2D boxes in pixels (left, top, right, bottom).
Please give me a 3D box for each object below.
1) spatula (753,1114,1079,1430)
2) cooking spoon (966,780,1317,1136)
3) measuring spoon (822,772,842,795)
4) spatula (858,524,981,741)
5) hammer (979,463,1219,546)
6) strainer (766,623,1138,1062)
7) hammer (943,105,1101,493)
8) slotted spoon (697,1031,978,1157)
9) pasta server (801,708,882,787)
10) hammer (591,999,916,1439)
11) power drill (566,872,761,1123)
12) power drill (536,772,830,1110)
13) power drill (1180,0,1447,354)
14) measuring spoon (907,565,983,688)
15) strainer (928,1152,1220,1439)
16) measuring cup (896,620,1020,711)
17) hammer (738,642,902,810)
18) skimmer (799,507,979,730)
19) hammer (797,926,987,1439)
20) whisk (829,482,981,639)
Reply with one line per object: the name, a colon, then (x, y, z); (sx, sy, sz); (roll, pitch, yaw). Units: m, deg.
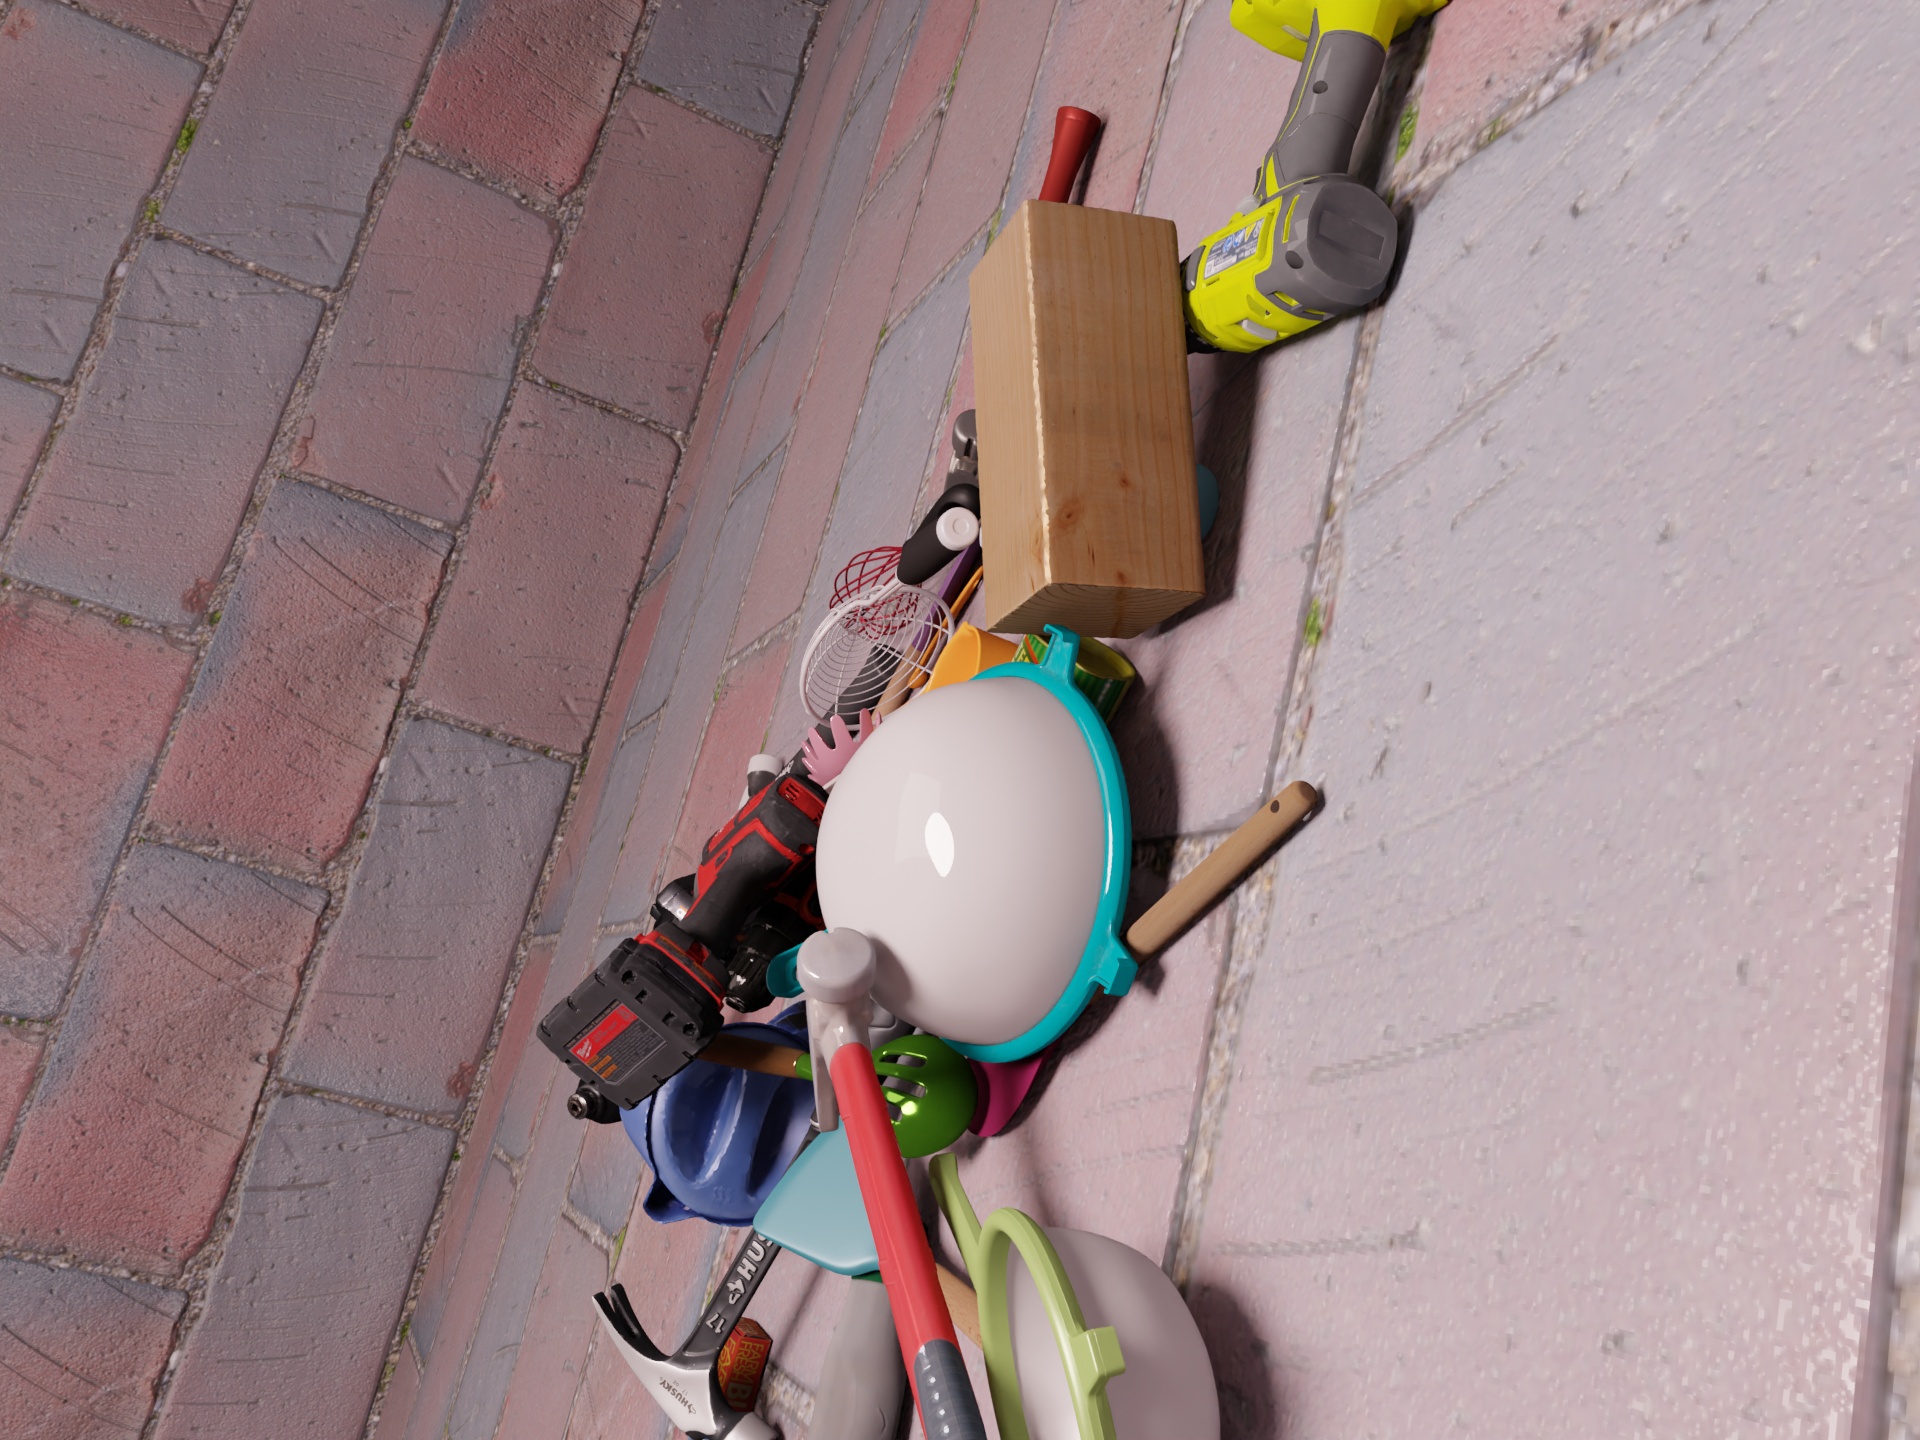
spatula: (-0.012, 0.280, 0.784); (0.082, 0.044, 0.318); (-49, 22, -16)
cooking spoon: (0.075, 0.122, 0.779); (0.318, 0.017, 0.069); (-52, 33, 43)
measuring spoon: (-0.080, 0.048, 1.125); (0.124, 0.034, 0.018); (-32, 60, 43)
spatula: (-0.043, -0.036, 1.244); (0.315, 0.018, 0.060); (-61, -3, 28)
hammer: (0.081, -0.150, 1.002); (0.128, 0.033, 0.331); (-68, 19, 6)
strainer: (-0.049, 0.093, 0.866); (0.340, 0.095, 0.211); (-35, 55, 46)
hammer: (0.047, -0.322, 1.226); (0.149, 0.036, 0.359); (104, -178, -69)
slotted spoon: (-0.112, 0.207, 0.961); (0.314, 0.031, 0.070); (-1, 56, 45)
pasta server: (-0.113, 0.068, 1.255); (0.316, 0.060, 0.040); (126, 127, -64)
hammer: (-0.091, 0.261, 0.983); (0.409, 0.149, 0.036); (-61, -21, 9)
power drill: (-0.238, 0.236, 1.325); (0.164, 0.084, 0.226); (-13, -46, -61)
power drill: (-0.168, 0.135, 1.020); (0.143, 0.078, 0.220); (-41, 10, 38)
power drill: (0.172, -0.306, 0.844); (0.190, 0.080, 0.228); (-178, 104, -70)
measuring spoon: (-0.009, -0.068, 1.202); (0.117, 0.011, 0.021); (-58, -7, 27)
strainer: (0.045, 0.243, 0.650); (0.256, 0.069, 0.151); (-135, 39, -70)
measuring cup: (-0.002, -0.003, 1.060); (0.173, 0.052, 0.095); (151, 135, -65)
hammer: (-0.130, 0.032, 1.399); (0.334, 0.035, 0.146); (-45, 31, 50)
skimmer: (-0.029, -0.060, 1.031); (0.090, 0.127, 0.363); (63, 165, -1)
hammer: (-0.013, 0.273, 0.676); (0.387, 0.038, 0.143); (-113, 18, -48)
whisk: (-0.039, -0.123, 1.227); (0.296, 0.073, 0.073); (146, 139, -67)
